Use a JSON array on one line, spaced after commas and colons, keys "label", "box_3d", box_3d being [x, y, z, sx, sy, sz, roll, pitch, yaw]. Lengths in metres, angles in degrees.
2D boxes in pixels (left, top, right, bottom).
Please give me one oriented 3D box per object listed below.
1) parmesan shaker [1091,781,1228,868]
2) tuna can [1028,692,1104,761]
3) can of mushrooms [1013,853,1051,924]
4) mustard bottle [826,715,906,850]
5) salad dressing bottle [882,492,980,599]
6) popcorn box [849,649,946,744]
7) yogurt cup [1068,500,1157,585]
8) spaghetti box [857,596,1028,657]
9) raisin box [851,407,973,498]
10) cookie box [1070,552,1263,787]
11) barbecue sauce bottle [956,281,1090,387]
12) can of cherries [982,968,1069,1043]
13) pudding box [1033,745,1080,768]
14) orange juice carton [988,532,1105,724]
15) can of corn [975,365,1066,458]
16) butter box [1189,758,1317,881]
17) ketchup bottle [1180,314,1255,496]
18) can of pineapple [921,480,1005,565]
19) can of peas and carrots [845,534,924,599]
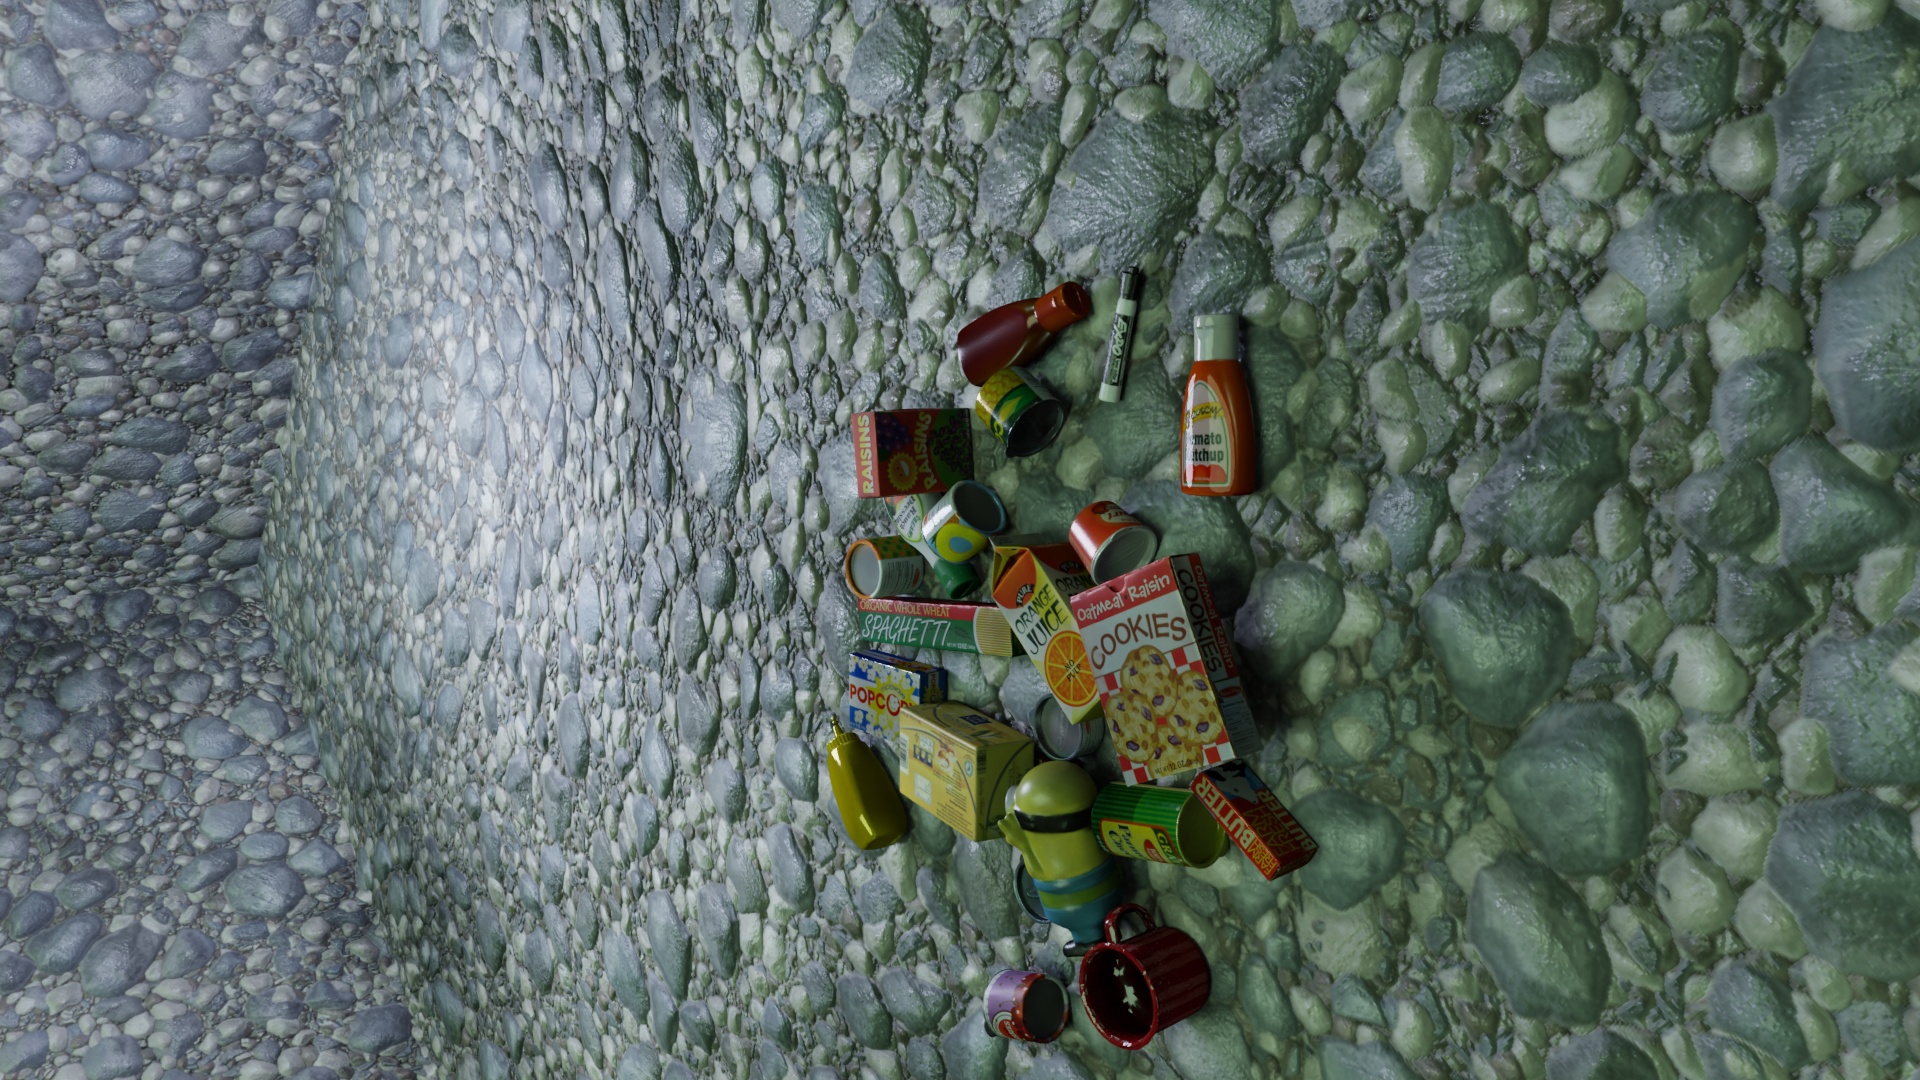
[{"label": "parmesan shaker", "box_3d": [0.175, 0.251, 1.221, 0.103, 0.071, 0.071, -6, 91, 49]}, {"label": "tuna can", "box_3d": [0.100, 0.174, 1.318, 0.071, 0.033, 0.071, 8, 101, 48]}, {"label": "can of mushrooms", "box_3d": [0.085, 0.335, 1.356, 0.071, 0.033, 0.071, 9, 102, 48]}, {"label": "mustard bottle", "box_3d": [-0.114, 0.267, 1.556, 0.048, 0.065, 0.161, -49, 53, 34]}, {"label": "salad dressing bottle", "box_3d": [-0.029, -0.007, 1.435, 0.148, 0.044, 0.064, 58, 132, 26]}, {"label": "popcorn box", "box_3d": [-0.070, 0.171, 1.508, 0.126, 0.038, 0.085, 10, 102, 48]}, {"label": "yogurt cup", "box_3d": [0.133, 0.001, 1.238, 0.054, 0.072, 0.072, 51, 130, 42]}, {"label": "spaghetti box", "box_3d": [-0.023, 0.087, 1.451, 0.250, 0.029, 0.050, 1, 95, 48]}, {"label": "raisin box", "box_3d": [-0.047, -0.089, 1.384, 0.040, 0.124, 0.086, 0, 96, 48]}, {"label": "cookie box", "box_3d": [0.165, 0.107, 1.140, 0.122, 0.040, 0.167, -28, 74, 47]}, {"label": "barbecue sauce bottle", "box_3d": [0.059, -0.198, 1.311, 0.148, 0.044, 0.065, -24, 76, 47]}, {"label": "can of cherries", "box_3d": [0.064, 0.461, 1.368, 0.058, 0.072, 0.071, -13, 85, 48]}, {"label": "pudding box", "box_3d": [0.087, 0.245, 1.345, 0.050, 0.030, 0.083, 19, 109, 45]}, {"label": "orange juice carton", "box_3d": [0.097, 0.068, 1.279, 0.193, 0.072, 0.072, 58, 132, 26]}, {"label": "can of corn", "box_3d": [0.054, -0.120, 1.307, 0.058, 0.071, 0.070, 49, 129, 34]}, {"label": "butter box", "box_3d": [0.242, 0.229, 1.149, 0.104, 0.053, 0.024, 51, 131, 32]}, {"label": "ketchup bottle", "box_3d": [0.212, -0.111, 1.148, 0.064, 0.044, 0.148, 4, 98, 48]}, {"label": "can of pineapple", "box_3d": [0.005, -0.017, 1.380, 0.057, 0.071, 0.071, -46, 62, 42]}, {"label": "can of peas and carrots", "box_3d": [-0.083, 0.028, 1.490, 0.071, 0.059, 0.071, 8, 100, 48]}]
